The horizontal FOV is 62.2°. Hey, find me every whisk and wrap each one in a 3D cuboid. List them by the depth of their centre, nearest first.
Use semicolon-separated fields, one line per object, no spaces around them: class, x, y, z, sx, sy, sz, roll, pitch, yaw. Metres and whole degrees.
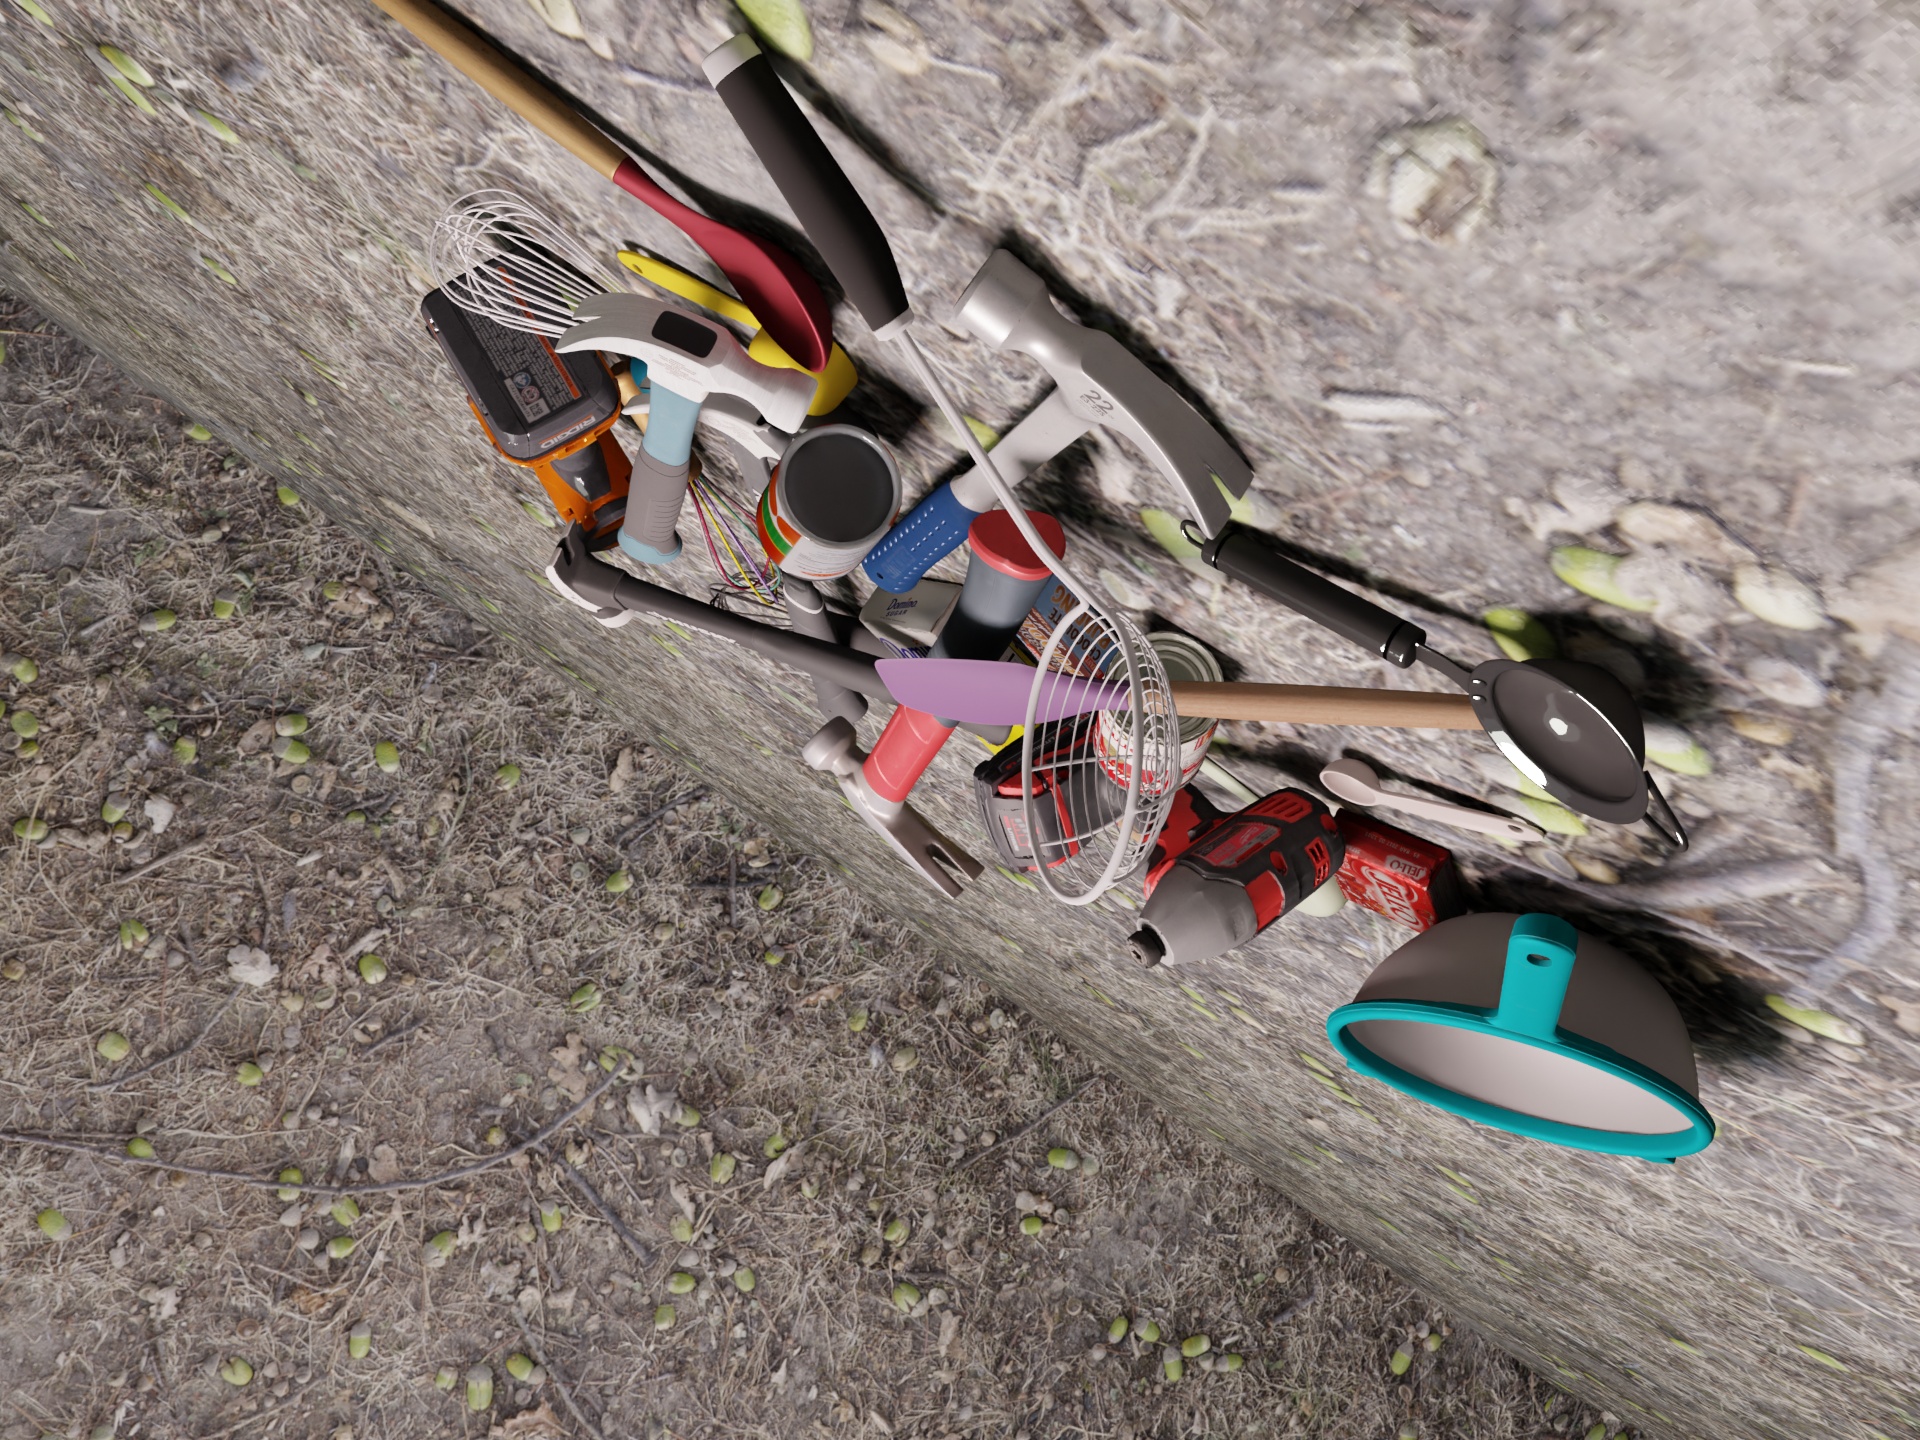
whisk;-0.169;-0.214;0.881;0.284;0.070;0.070;28;166;5
whisk;-0.182;-0.163;1.118;0.051;0.047;0.244;13;153;29
whisk;-0.111;-0.074;1.241;0.239;0.055;0.055;19;160;37

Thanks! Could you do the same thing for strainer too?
strainer;0.195;-0.030;0.668;0.259;0.050;0.086;33;162;30
strainer;0.310;0.139;0.856;0.211;0.095;0.340;14;157;22

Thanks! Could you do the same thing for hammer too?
hammer;0.013;-0.114;0.817;0.144;0.035;0.405;37;167;-9
hammer;-0.001;-0.003;0.896;0.143;0.038;0.386;45;155;5
hammer;-0.169;-0.152;0.916;0.128;0.033;0.331;27;163;-8
hammer;-0.119;-0.052;1.050;0.335;0.035;0.146;19;169;12
hammer;-0.116;-0.096;1.090;0.149;0.036;0.408;24;159;16

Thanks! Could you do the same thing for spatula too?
spatula;0.107;-0.009;0.756;0.316;0.018;0.059;3;148;24

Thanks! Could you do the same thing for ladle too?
ladle;-0.181;-0.274;0.749;0.315;0.031;0.069;37;164;-3

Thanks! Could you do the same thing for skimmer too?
skimmer;-0.016;-0.092;0.645;0.363;0.090;0.127;56;169;-15

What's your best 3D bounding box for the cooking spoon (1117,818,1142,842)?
cooking spoon;0.127;0.076;1.121;0.068;0.017;0.319;39;180;-16

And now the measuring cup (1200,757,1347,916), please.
measuring cup;0.187;0.070;1.038;0.167;0.038;0.083;37;167;-7

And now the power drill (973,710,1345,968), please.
power drill;0.110;0.072;0.970;0.220;0.143;0.078;28;145;52

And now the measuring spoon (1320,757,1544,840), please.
measuring spoon;0.251;0.041;0.847;0.124;0.018;0.034;16;158;36

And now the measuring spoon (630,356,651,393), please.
measuring spoon;-0.163;-0.203;0.962;0.129;0.021;0.042;20;160;48

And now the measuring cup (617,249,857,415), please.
measuring cup;-0.125;-0.206;0.839;0.156;0.029;0.062;29;166;15

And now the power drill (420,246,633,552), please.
power drill;-0.273;-0.213;1.034;0.164;0.084;0.226;58;172;7
